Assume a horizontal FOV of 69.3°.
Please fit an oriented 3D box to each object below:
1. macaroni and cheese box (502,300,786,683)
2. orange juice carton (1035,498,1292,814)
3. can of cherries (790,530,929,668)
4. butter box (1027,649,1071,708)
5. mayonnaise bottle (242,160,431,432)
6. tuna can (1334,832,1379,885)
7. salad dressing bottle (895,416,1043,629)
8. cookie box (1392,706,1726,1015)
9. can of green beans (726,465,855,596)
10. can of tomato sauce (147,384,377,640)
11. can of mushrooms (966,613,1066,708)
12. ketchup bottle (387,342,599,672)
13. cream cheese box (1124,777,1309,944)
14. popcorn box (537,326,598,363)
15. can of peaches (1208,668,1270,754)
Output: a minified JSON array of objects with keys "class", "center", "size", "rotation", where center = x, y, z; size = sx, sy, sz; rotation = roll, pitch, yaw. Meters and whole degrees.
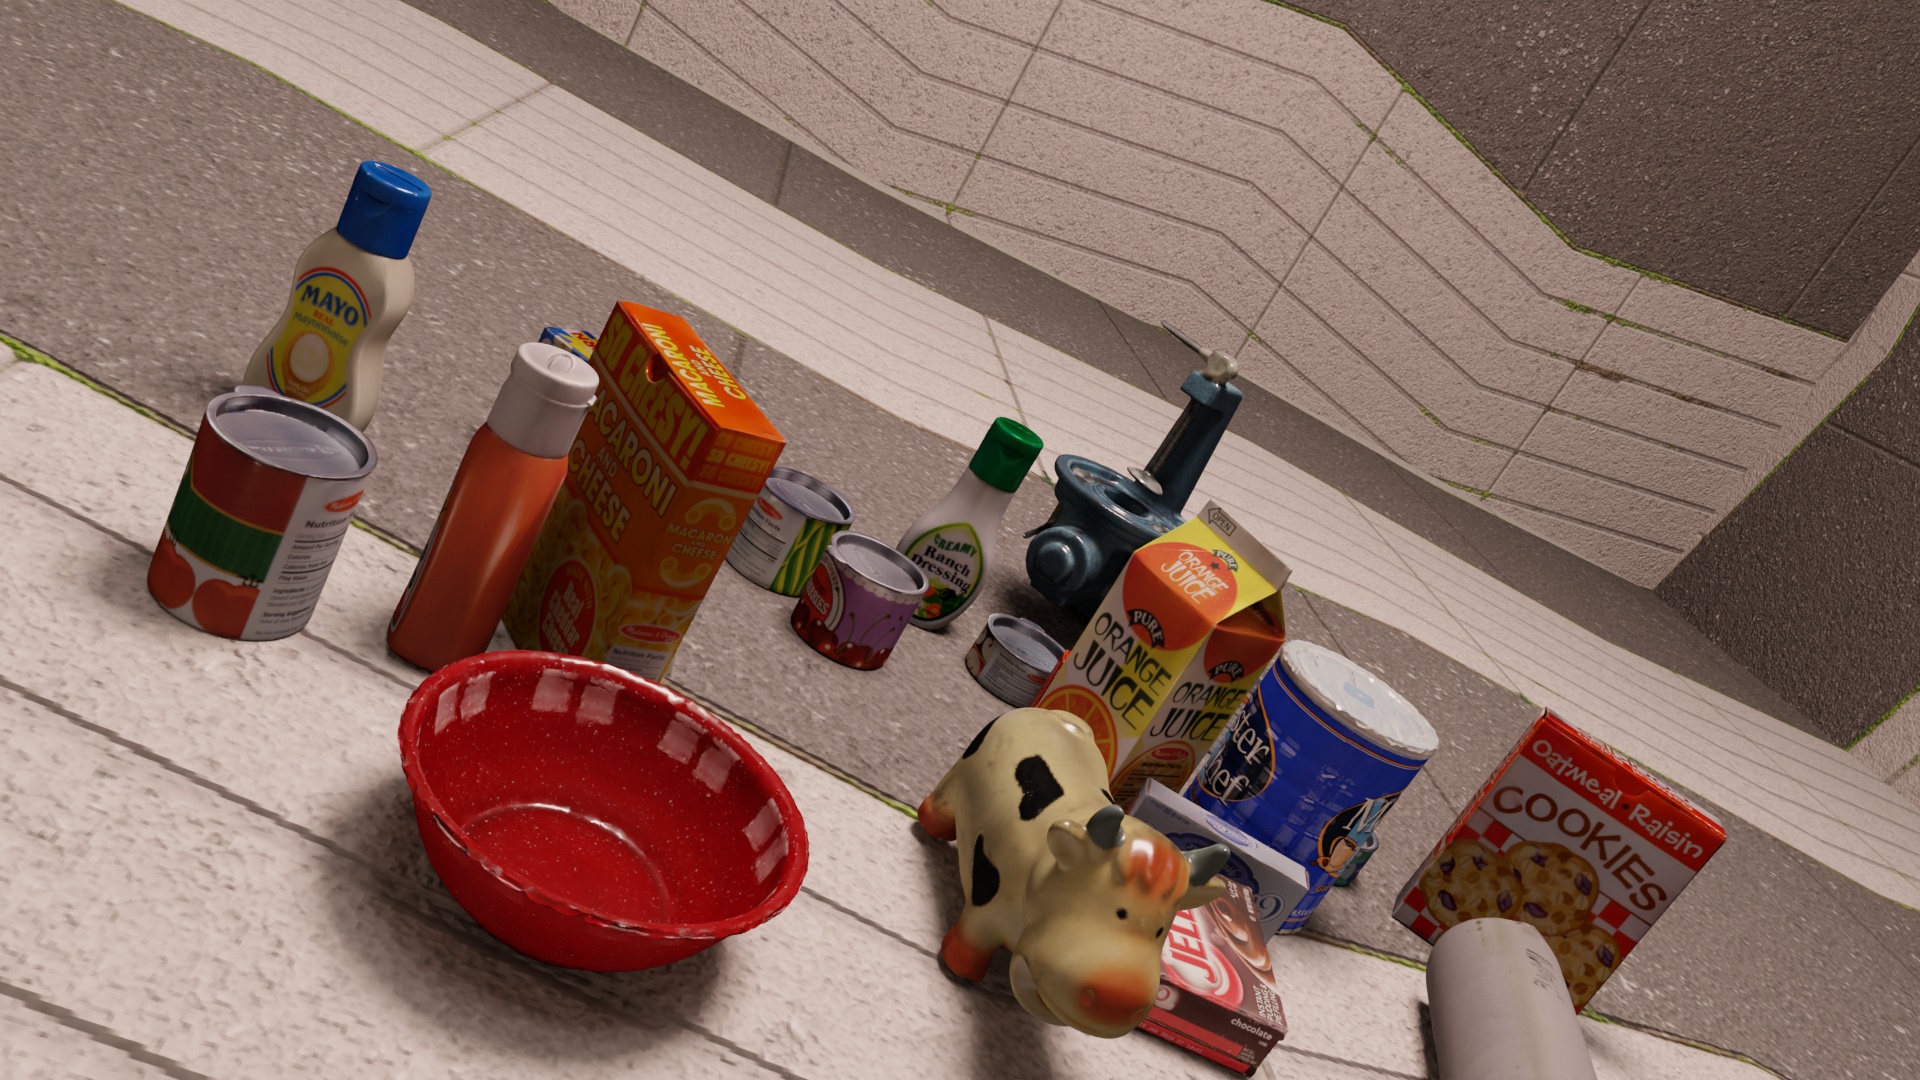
[{"class":"macaroni and cheese box","center":[-0.158,-0.010,0.647],"size":[0.040,0.166,0.124],"rotation":[13,25,-43]},{"class":"orange juice carton","center":[0.115,0.074,0.795],"size":[0.073,0.192,0.072],"rotation":[12,25,-44]},{"class":"can of cherries","center":[-0.063,0.035,0.840],"size":[0.071,0.058,0.072],"rotation":[27,19,-10]},{"class":"butter box","center":[0.097,0.117,0.876],"size":[0.103,0.053,0.024],"rotation":[29,18,-3]},{"class":"mayonnaise bottle","center":[-0.321,-0.124,0.725],"size":[0.065,0.147,0.041],"rotation":[29,18,-4]},{"class":"tuna can","center":[0.241,0.195,0.924],"size":[0.071,0.032,0.071],"rotation":[27,19,-10]},{"class":"salad dressing bottle","center":[0.003,-0.012,0.921],"size":[0.064,0.147,0.044],"rotation":[28,18,-6]},{"class":"cookie box","center":[0.374,0.208,0.878],"size":[0.123,0.167,0.040],"rotation":[35,19,15]},{"class":"can of green beans","center":[-0.109,-0.006,0.879],"size":[0.071,0.057,0.071],"rotation":[27,19,-10]},{"class":"can of tomato sauce","center":[-0.292,-0.011,0.579],"size":[0.071,0.082,0.071],"rotation":[27,18,-10]},{"class":"can of mushrooms","center":[0.039,0.080,0.918],"size":[0.071,0.033,0.071],"rotation":[27,19,-10]},{"class":"ketchup bottle","center":[-0.205,-0.015,0.616],"size":[0.043,0.148,0.065],"rotation":[26,19,-13]},{"class":"cream cheese box","center":[0.134,0.181,0.768],"size":[0.104,0.053,0.024],"rotation":[30,18,0]},{"class":"popcorn box","center":[-0.207,-0.058,0.822],"size":[0.127,0.085,0.038],"rotation":[36,19,17]},{"class":"can of peaches","center":[0.204,0.124,1.012],"size":[0.071,0.058,0.071],"rotation":[27,19,-10]}]
